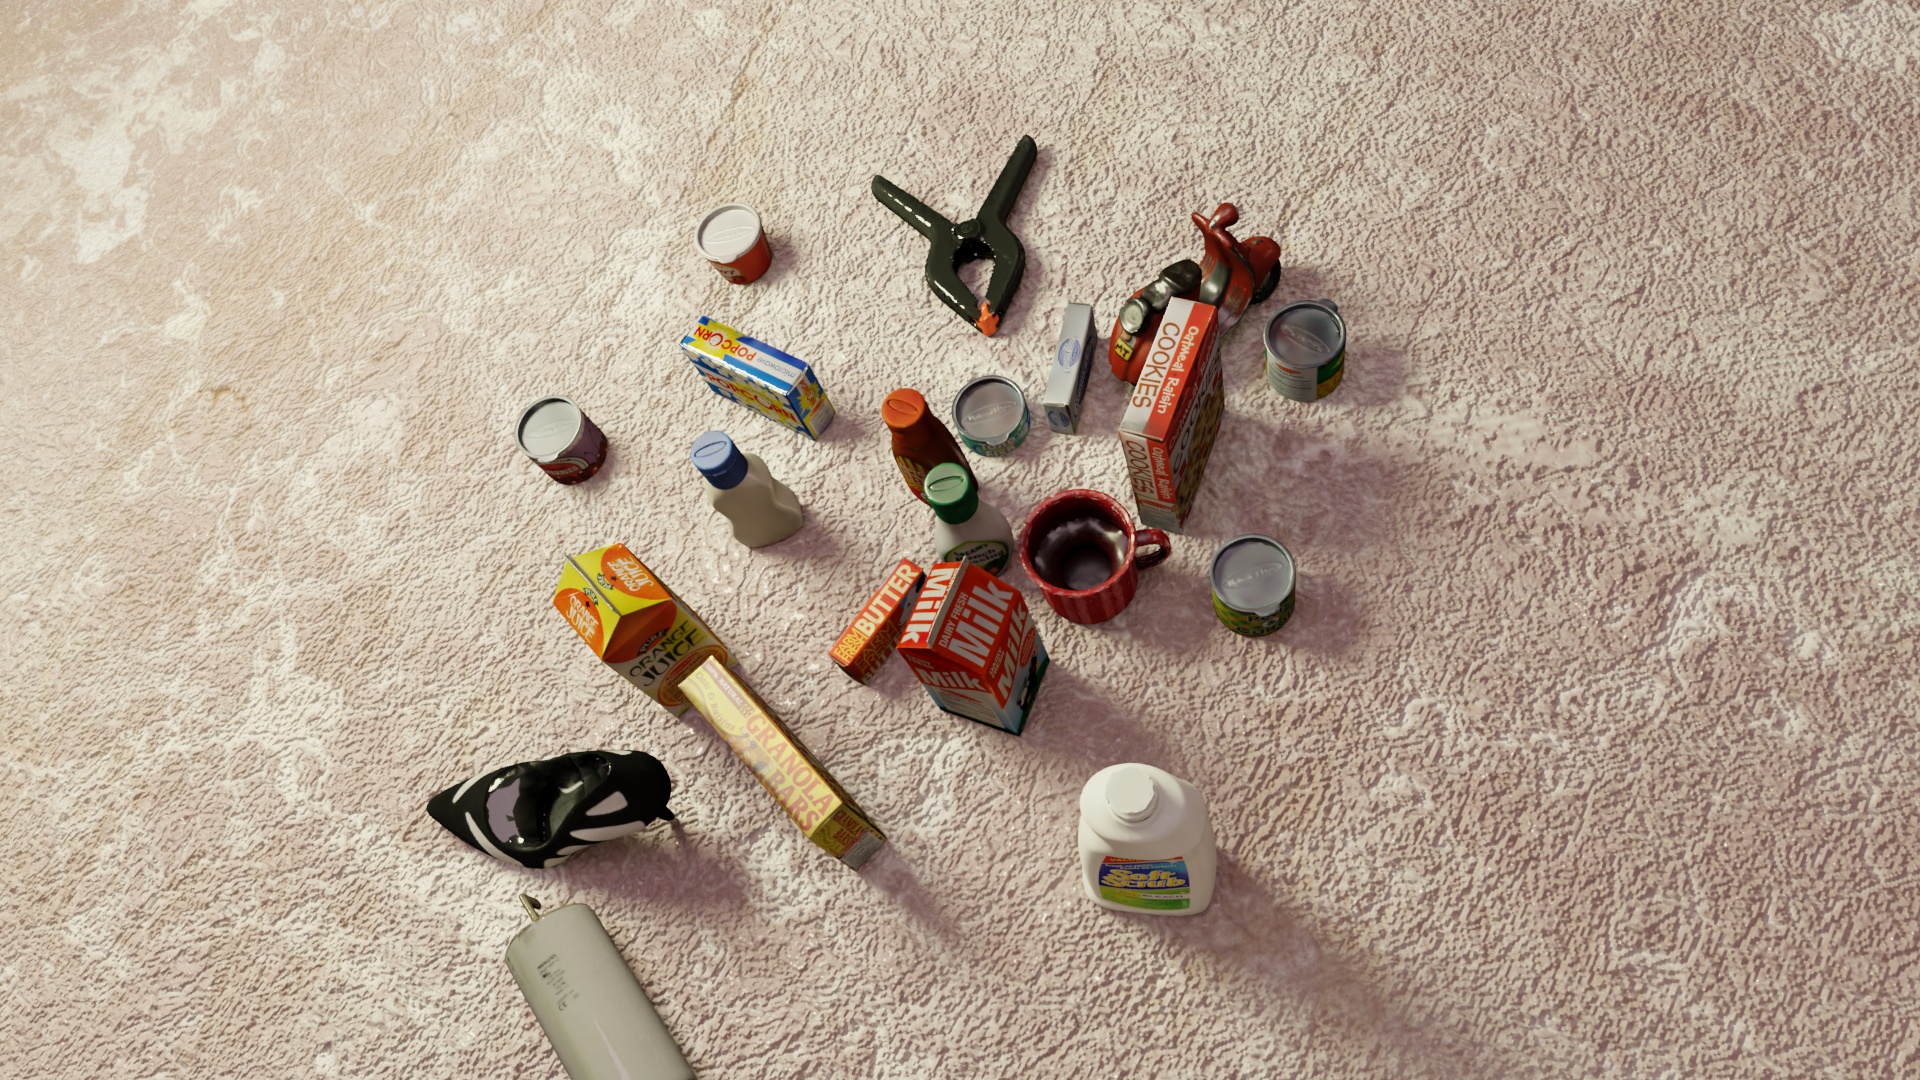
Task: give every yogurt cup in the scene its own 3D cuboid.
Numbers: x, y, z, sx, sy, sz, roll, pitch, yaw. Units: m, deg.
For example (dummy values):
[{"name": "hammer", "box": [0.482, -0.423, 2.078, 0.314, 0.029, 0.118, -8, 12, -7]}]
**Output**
[{"name": "yogurt cup", "box": [-0.217, -0.285, 1.346, 0.072, 0.053, 0.072, -5, 65, 11]}]

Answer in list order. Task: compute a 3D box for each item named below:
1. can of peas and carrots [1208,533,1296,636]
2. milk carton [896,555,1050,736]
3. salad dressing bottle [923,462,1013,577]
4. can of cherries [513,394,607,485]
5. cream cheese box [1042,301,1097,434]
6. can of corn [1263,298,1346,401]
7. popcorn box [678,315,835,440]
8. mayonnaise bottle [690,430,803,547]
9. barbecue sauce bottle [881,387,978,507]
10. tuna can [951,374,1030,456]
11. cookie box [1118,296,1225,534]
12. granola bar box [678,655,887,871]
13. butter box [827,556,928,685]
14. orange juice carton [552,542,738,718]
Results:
[{"name": "can of peas and carrots", "box": [0.230, 0.038, 1.088, 0.071, 0.058, 0.071, -5, 65, 11]}, {"name": "milk carton", "box": [0.009, 0.079, 1.047, 0.073, 0.190, 0.072, 16, 71, 20]}, {"name": "salad dressing bottle", "box": [0.004, -0.014, 1.115, 0.064, 0.147, 0.044, -13, 64, 7]}, {"name": "can of cherries", "box": [-0.370, -0.090, 1.288, 0.071, 0.058, 0.072, -5, 65, 11]}, {"name": "cream cheese box", "box": [0.097, -0.150, 1.210, 0.024, 0.053, 0.104, 8, 68, 17]}, {"name": "can of corn", "box": [0.291, -0.160, 1.167, 0.071, 0.058, 0.071, -5, 65, 11]}, {"name": "popcorn box", "box": [-0.182, -0.146, 1.255, 0.127, 0.085, 0.038, 26, 74, 23]}, {"name": "mayonnaise bottle", "box": [-0.183, -0.043, 1.172, 0.065, 0.147, 0.041, -21, 63, 3]}, {"name": "barbecue sauce bottle", "box": [-0.029, -0.075, 1.151, 0.065, 0.148, 0.044, 23, 73, 22]}, {"name": "tuna can", "box": [0.028, -0.107, 1.217, 0.071, 0.032, 0.071, -5, 65, 11]}, {"name": "cookie box", "box": [0.172, -0.095, 1.103, 0.040, 0.167, 0.123, 16, 70, 19]}, {"name": "granola bar box", "box": [-0.135, 0.172, 1.074, 0.039, 0.124, 0.166, -43, 64, -8]}, {"name": "butter box", "box": [-0.063, 0.068, 1.146, 0.024, 0.053, 0.104, 33, 76, 24]}, {"name": "orange juice carton", "box": [-0.257, 0.068, 1.112, 0.073, 0.192, 0.072, -43, 64, -8]}]
